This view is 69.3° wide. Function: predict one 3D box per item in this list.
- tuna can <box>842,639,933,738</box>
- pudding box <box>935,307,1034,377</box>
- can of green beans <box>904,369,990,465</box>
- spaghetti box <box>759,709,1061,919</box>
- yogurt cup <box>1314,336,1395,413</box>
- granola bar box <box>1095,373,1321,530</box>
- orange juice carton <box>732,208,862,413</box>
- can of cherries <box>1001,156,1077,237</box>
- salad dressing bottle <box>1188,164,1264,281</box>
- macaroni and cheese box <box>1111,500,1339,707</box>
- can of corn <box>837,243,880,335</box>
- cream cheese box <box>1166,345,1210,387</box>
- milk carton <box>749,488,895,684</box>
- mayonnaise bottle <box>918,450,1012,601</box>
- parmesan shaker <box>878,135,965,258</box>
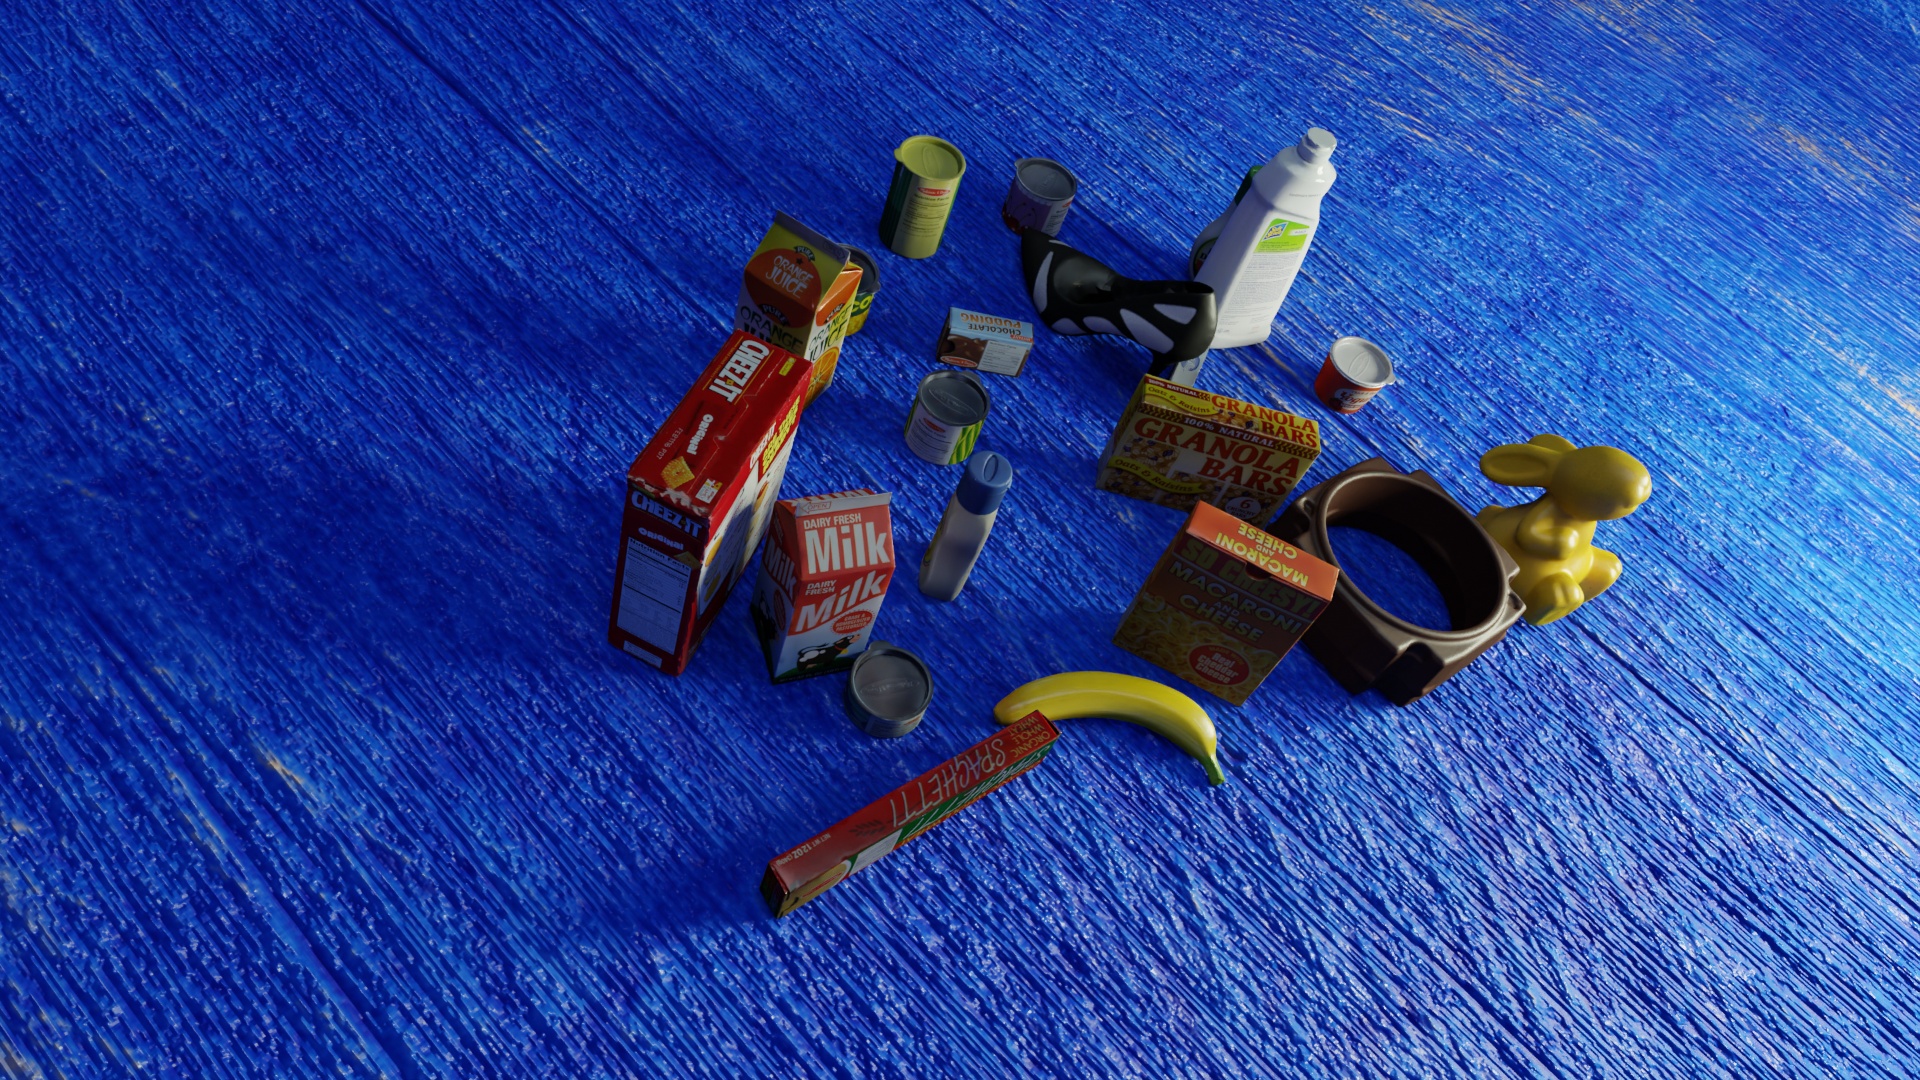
[{"bbox_3d":[-0.057,0.115,1.074,0.071,0.032,0.071,9,53,-12],"label":"tuna can"},{"bbox_3d":[0.023,-0.187,1.313,0.084,0.049,0.030,9,53,-12],"label":"pudding box"},{"bbox_3d":[-0.012,-0.109,1.239,0.071,0.057,0.071,9,53,-12],"label":"can of green beans"},{"bbox_3d":[-0.032,0.195,1.012,0.251,0.050,0.029,-25,66,-31],"label":"spaghetti box"},{"bbox_3d":[0.398,-0.167,1.419,0.072,0.053,0.073,9,53,-12],"label":"yogurt cup"},{"bbox_3d":[0.220,-0.077,1.249,0.166,0.123,0.039,14,52,-8],"label":"granola bar box"},{"bbox_3d":[-0.140,-0.191,1.171,0.072,0.191,0.073,33,52,7],"label":"orange juice carton"},{"bbox_3d":[0.080,-0.359,1.454,0.071,0.058,0.072,9,53,-12],"label":"can of cherries"},{"bbox_3d":[0.284,-0.320,1.435,0.064,0.146,0.044,24,51,0],"label":"salad dressing bottle"},{"bbox_3d":[0.210,0.055,1.121,0.124,0.165,0.040,26,51,2],"label":"macaroni and cheese box"},{"bbox_3d":[-0.112,-0.232,1.297,0.071,0.058,0.071,9,53,-12],"label":"can of corn"},{"bbox_3d":[0.215,-0.158,1.352,0.024,0.053,0.104,27,51,2],"label":"cream cheese box"},{"bbox_3d":[-0.102,0.025,1.026,0.072,0.189,0.074,-8,58,-23],"label":"milk carton"},{"bbox_3d":[0.004,-0.014,1.116,0.041,0.147,0.065,20,51,-4],"label":"mayonnaise bottle"},{"bbox_3d":[-0.042,-0.338,1.370,0.071,0.102,0.071,9,53,-12],"label":"parmesan shaker"}]
